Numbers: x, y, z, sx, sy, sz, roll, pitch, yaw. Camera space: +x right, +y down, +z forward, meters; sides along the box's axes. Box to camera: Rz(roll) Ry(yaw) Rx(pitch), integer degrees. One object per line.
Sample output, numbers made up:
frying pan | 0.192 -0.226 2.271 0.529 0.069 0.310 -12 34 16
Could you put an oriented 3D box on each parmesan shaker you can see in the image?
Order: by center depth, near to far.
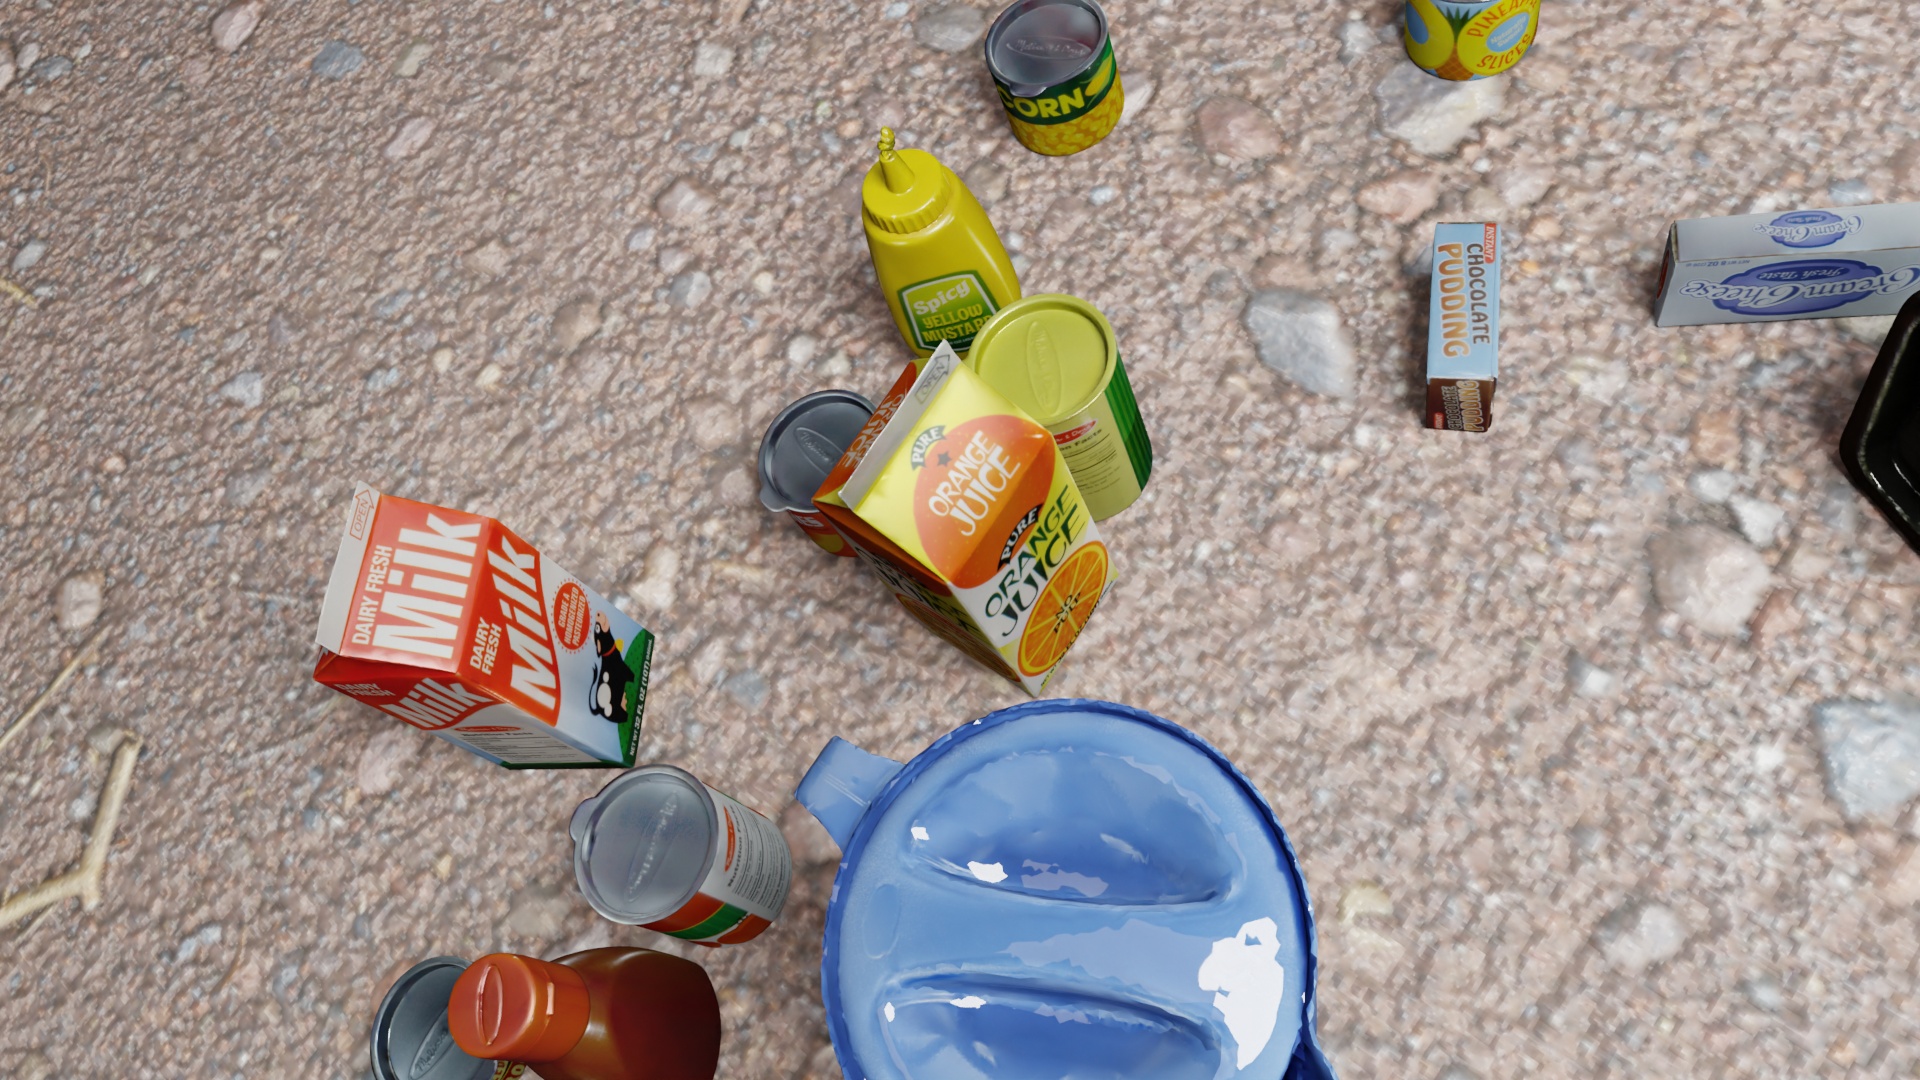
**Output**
parmesan shaker | 0.046 -0.058 0.639 0.071 0.102 0.071 -7 65 14

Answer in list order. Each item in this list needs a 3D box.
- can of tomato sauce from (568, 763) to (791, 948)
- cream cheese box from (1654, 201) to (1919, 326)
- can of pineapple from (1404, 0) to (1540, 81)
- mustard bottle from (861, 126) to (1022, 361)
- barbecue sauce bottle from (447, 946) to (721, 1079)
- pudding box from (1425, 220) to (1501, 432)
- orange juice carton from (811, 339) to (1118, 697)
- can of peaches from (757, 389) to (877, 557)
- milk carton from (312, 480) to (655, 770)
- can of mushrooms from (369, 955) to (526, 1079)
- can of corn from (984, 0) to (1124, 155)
can of tomato sauce | -0.121 0.141 0.611 0.071 0.083 0.071 -7 65 14
cream cheese box | 0.359 -0.118 0.598 0.104 0.053 0.024 -1 67 17
can of pineapple | 0.258 -0.274 0.698 0.071 0.057 0.071 -7 65 14
mustard bottle | -0.014 -0.140 0.662 0.065 0.159 0.049 -14 63 11
barbecue sauce bottle | -0.146 0.193 0.558 0.043 0.148 0.065 -12 64 12
pudding box | 0.229 -0.097 0.631 0.030 0.049 0.084 3 67 18
orange juice carton | 0.002 -0.007 0.578 0.073 0.192 0.072 30 78 26
can of peaches | -0.060 -0.030 0.685 0.071 0.058 0.071 -7 65 14
milk carton | -0.217 0.045 0.623 0.073 0.190 0.072 -4 66 16
can of mushrooms | -0.229 0.227 0.633 0.071 0.033 0.071 -7 65 14
can of corn | 0.051 -0.249 0.750 0.071 0.058 0.071 -7 65 14
